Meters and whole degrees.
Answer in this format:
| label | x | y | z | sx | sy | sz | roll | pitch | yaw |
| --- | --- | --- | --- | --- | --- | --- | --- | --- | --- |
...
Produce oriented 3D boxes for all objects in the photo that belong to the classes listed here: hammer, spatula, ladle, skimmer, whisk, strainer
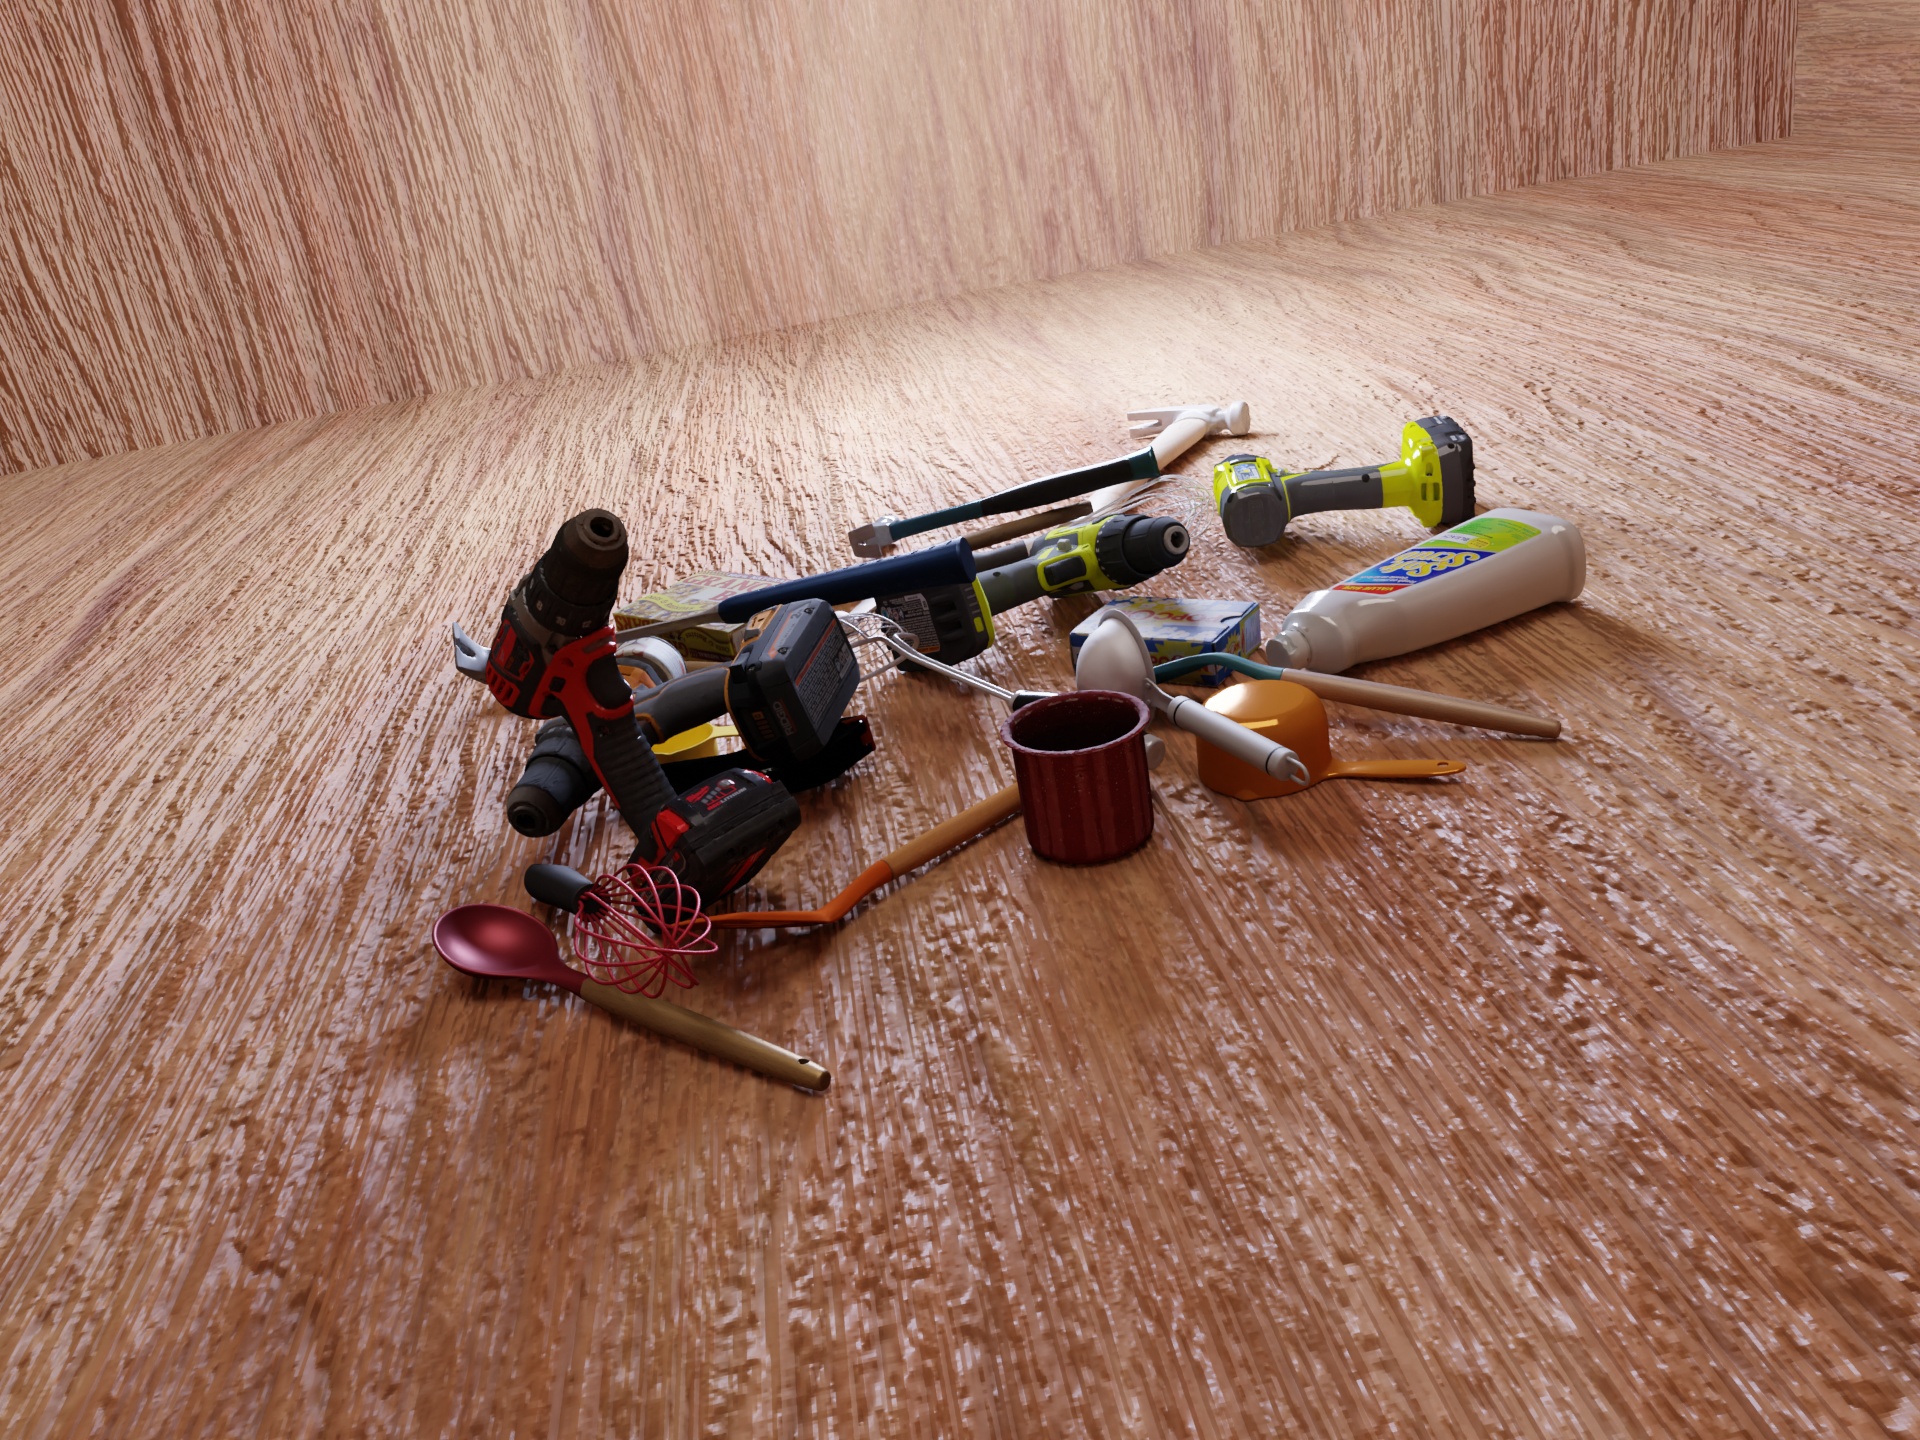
| label | x | y | z | sx | sy | sz | roll | pitch | yaw |
| --- | --- | --- | --- | --- | --- | --- | --- | --- | --- |
| hammer | -0.189 | -0.079 | 1.194 | 0.405 | 0.035 | 0.144 | -11 | -12 | 14 |
| hammer | 0.183 | -0.266 | 1.698 | 0.146 | 0.038 | 0.411 | 1 | 26 | 28 |
| spatula | -0.033 | 0.076 | 0.997 | 0.322 | 0.041 | 0.081 | -27 | 6 | -37 |
| ladle | -0.191 | 0.156 | 0.897 | 0.315 | 0.031 | 0.069 | 12 | 22 | 37 |
| skimmer | -0.002 | -0.004 | 1.154 | 0.127 | 0.090 | 0.364 | -13 | 26 | -43 |
| hammer | 0.038 | -0.211 | 1.539 | 0.331 | 0.033 | 0.128 | -12 | 11 | 25 |
| whisk | 0.100 | -0.171 | 1.491 | 0.284 | 0.070 | 0.070 | -16 | 23 | -1 |
| strainer | 0.136 | -0.009 | 1.023 | 0.050 | 0.086 | 0.259 | -17 | 27 | -25 |
| whisk | -0.211 | 0.109 | 0.931 | 0.073 | 0.073 | 0.296 | -22 | 12 | -25 |
| spatula | 0.246 | -0.013 | 1.095 | 0.318 | 0.044 | 0.082 | 12 | 5 | 28 |

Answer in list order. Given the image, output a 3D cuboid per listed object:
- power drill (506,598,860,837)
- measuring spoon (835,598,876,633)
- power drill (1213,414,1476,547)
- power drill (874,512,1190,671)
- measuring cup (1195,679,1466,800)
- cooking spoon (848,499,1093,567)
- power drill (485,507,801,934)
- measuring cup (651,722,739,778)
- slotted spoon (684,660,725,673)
| label | x | y | z | sx | sy | sz | roll | pitch | yaw |
| --- | --- | --- | --- | --- | --- | --- | --- | --- | --- |
| power drill | -0.200 | 0.003 | 1.111 | 0.226 | 0.084 | 0.185 | -13 | 26 | 22 |
| measuring spoon | -0.093 | -0.108 | 1.470 | 0.034 | 0.018 | 0.124 | 1 | 25 | 25 |
| power drill | 0.347 | -0.222 | 1.466 | 0.223 | 0.080 | 0.171 | -6 | 24 | 7 |
| power drill | 0.061 | -0.114 | 1.306 | 0.228 | 0.080 | 0.190 | -22 | 9 | -26 |
| measuring cup | 0.234 | 0.009 | 1.023 | 0.174 | 0.052 | 0.095 | 1 | 25 | 28 |
| cooking spoon | -0.027 | -0.159 | 1.524 | 0.319 | 0.017 | 0.069 | -16 | 15 | 3 |
| power drill | -0.196 | -0.003 | 0.962 | 0.080 | 0.227 | 0.188 | -30 | -11 | -39 |
| measuring cup | -0.162 | 0.019 | 1.200 | 0.156 | 0.029 | 0.062 | -5 | 24 | 5 |
| slotted spoon | -0.262 | -0.042 | 1.380 | 0.314 | 0.031 | 0.070 | 3 | 27 | 23 |
